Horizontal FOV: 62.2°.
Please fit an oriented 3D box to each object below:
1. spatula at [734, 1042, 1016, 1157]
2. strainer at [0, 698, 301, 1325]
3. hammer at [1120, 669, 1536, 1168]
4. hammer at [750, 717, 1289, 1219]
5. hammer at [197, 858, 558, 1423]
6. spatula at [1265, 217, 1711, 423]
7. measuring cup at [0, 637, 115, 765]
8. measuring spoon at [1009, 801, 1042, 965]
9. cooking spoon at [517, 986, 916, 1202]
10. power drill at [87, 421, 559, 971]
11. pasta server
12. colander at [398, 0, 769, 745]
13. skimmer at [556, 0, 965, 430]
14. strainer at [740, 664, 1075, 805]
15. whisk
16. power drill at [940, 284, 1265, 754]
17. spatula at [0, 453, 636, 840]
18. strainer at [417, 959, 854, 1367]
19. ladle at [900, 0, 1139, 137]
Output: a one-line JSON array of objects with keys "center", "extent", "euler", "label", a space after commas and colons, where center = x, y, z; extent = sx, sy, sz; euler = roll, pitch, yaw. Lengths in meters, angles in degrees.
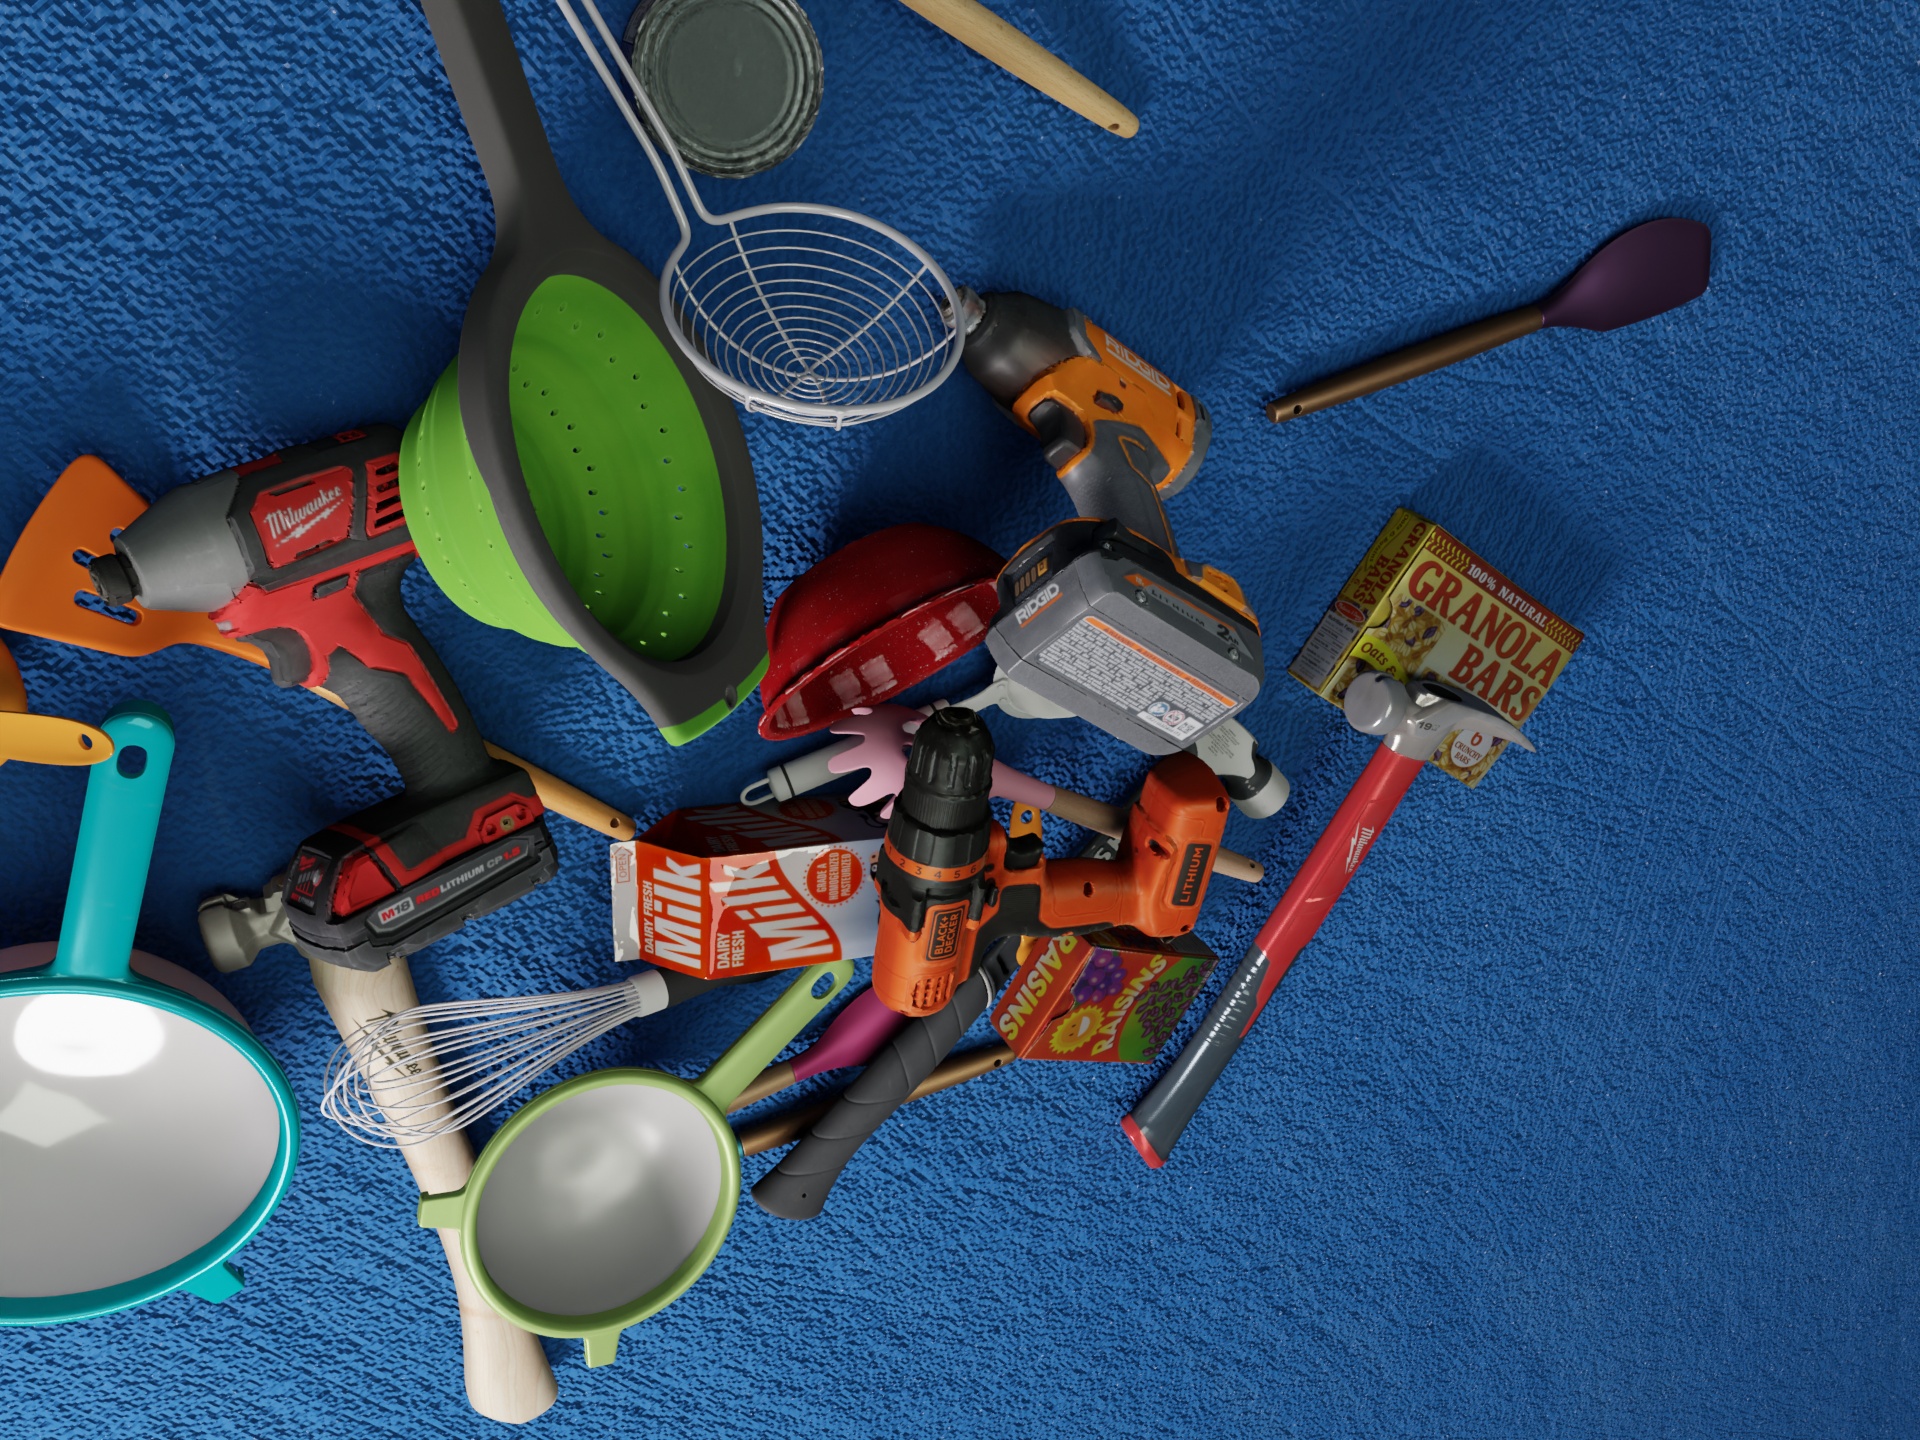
[{"center": [-0.107, 0.260, 0.976], "extent": [0.317, 0.044, 0.082], "euler": [-16, 119, -18], "label": "spatula"}, {"center": [-0.405, 0.124, 0.732], "extent": [0.210, 0.095, 0.340], "euler": [11, 114, -28], "label": "strainer"}, {"center": [0.223, 0.144, 1.042], "extent": [0.143, 0.038, 0.386], "euler": [13, 116, -32], "label": "hammer"}, {"center": [0.023, 0.143, 0.961], "extent": [0.409, 0.036, 0.149], "euler": [-47, 123, -2], "label": "hammer"}, {"center": [-0.282, 0.245, 0.894], "extent": [0.146, 0.038, 0.410], "euler": [-18, 122, -17], "label": "hammer"}, {"center": [0.315, -0.230, 0.931], "extent": [0.316, 0.018, 0.059], "euler": [-22, 121, -14], "label": "spatula"}, {"center": [-0.397, -0.007, 0.650], "extent": [0.174, 0.052, 0.095], "euler": [6, 115, 18], "label": "measuring cup"}, {"center": [0.041, 0.095, 0.923], "extent": [0.021, 0.011, 0.116], "euler": [-13, 115, -20], "label": "measuring spoon"}, {"center": [-0.124, 0.219, 0.944], "extent": [0.319, 0.017, 0.068], "euler": [-20, 122, -23], "label": "cooking spoon"}, {"center": [-0.276, -0.009, 0.704], "extent": [0.143, 0.079, 0.219], "euler": [-28, 111, -36], "label": "power drill"}, {"center": [0.062, 0.052, 0.899], "extent": [0.316, 0.060, 0.040], "euler": [21, 148, -37], "label": "pasta server"}, {"center": [-0.200, -0.177, 0.679], "extent": [0.094, 0.204, 0.397], "euler": [-11, 107, 21], "label": "colander"}, {"center": [-0.126, -0.277, 0.623], "extent": [0.127, 0.090, 0.363], "euler": [-46, 114, -33], "label": "skimmer"}, {"center": [-0.001, -0.003, 0.890], "extent": [0.258, 0.050, 0.086], "euler": [-22, 141, -9], "label": "strainer"}, {"center": [-0.197, 0.156, 0.847], "extent": [0.284, 0.070, 0.070], "euler": [-15, 122, -38], "label": "whisk"}, {"center": [0.059, -0.110, 0.763], "extent": [0.164, 0.227, 0.084], "euler": [27, 131, -32], "label": "power drill"}, {"center": [-0.284, -0.010, 0.759], "extent": [0.322, 0.041, 0.081], "euler": [33, 76, -35], "label": "spatula"}, {"center": [-0.163, 0.212, 0.872], "extent": [0.256, 0.069, 0.151], "euler": [-45, 119, -15], "label": "strainer"}, {"center": [-0.028, -0.324, 0.692], "extent": [0.315, 0.069, 0.031], "euler": [14, 67, -42], "label": "ladle"}]
